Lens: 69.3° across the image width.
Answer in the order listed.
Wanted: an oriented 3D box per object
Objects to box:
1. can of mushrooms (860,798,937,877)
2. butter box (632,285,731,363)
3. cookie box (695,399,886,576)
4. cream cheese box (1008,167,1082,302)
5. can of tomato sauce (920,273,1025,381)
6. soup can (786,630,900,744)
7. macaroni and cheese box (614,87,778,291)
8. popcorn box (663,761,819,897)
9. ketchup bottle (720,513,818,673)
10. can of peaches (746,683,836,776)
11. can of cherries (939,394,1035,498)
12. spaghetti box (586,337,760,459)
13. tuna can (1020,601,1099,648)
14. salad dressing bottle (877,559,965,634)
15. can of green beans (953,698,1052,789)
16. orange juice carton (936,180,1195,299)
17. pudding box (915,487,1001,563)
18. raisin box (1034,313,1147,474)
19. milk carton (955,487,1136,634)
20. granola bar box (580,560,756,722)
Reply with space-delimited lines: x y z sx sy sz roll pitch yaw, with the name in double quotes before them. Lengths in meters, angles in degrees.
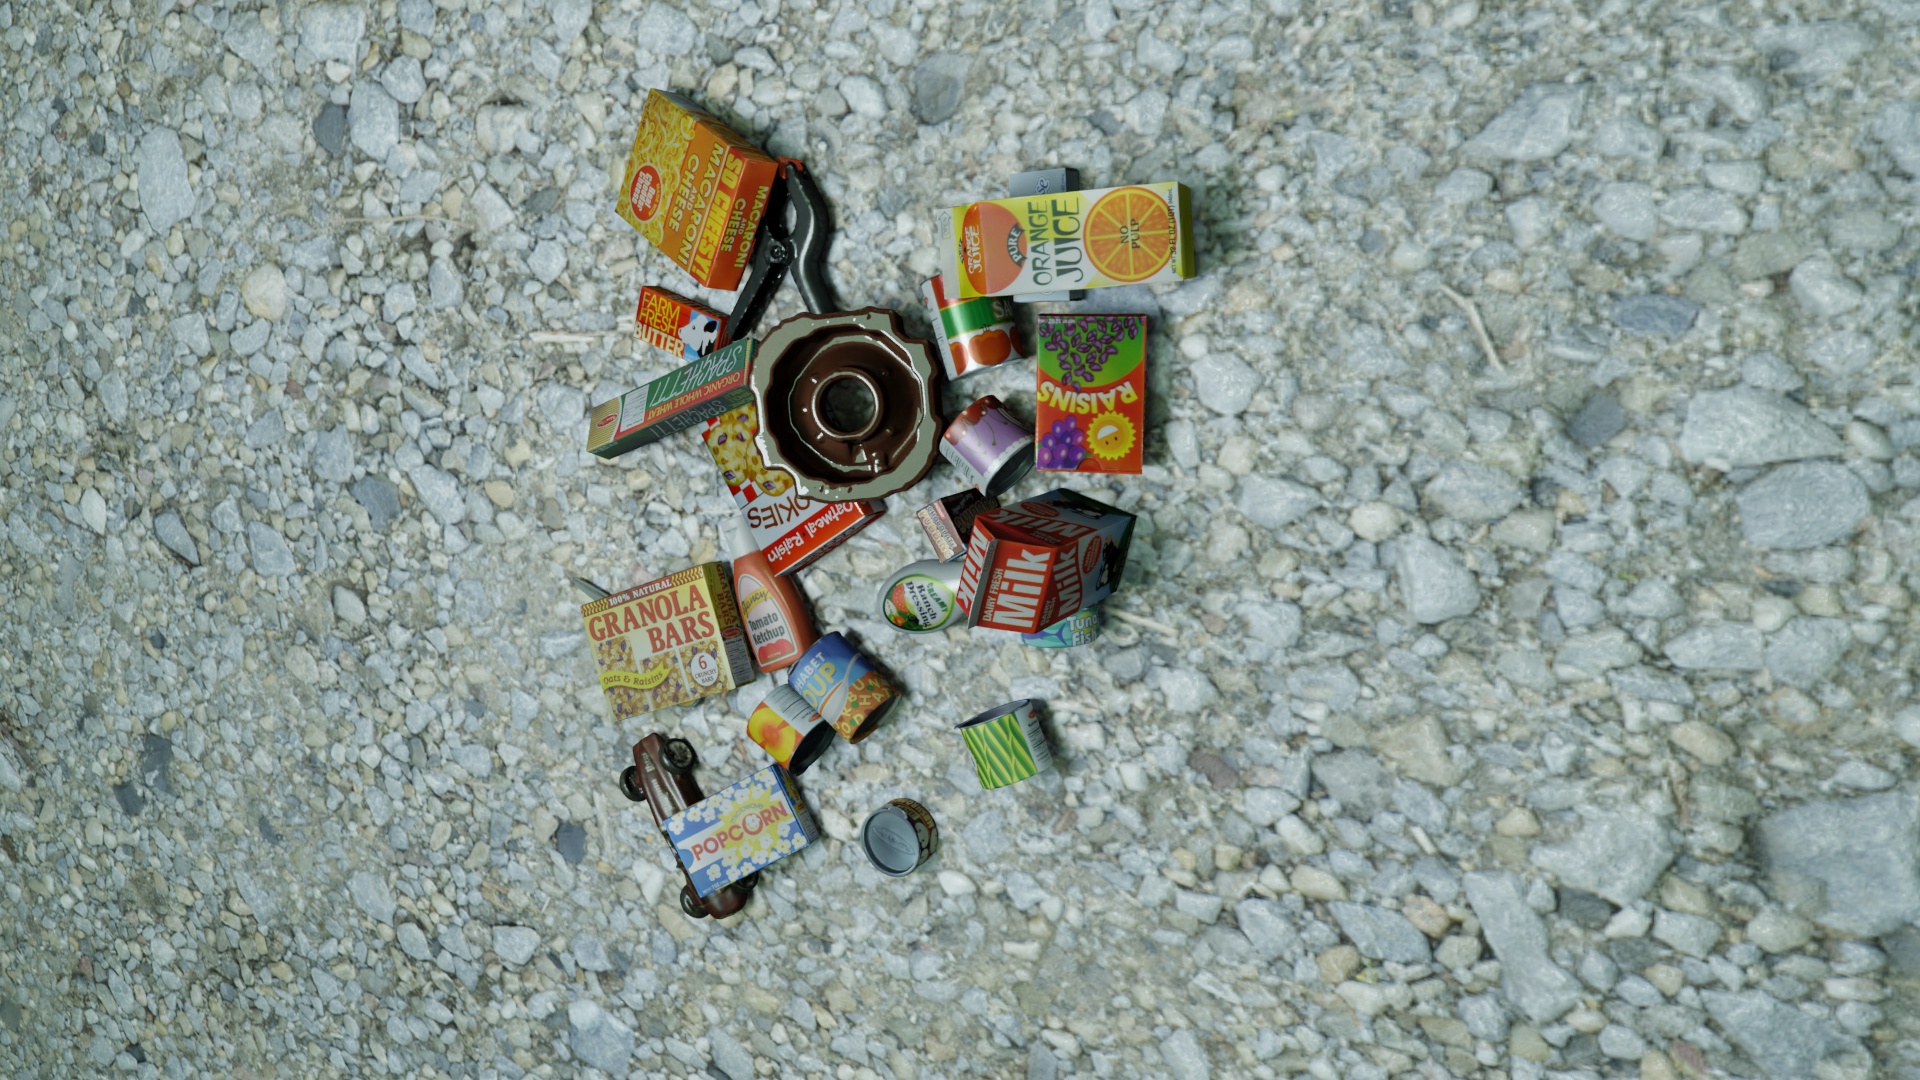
"can of mushrooms" -0.056 0.273 1.286 0.071 0.033 0.071 7 104 30
"butter box" -0.263 -0.202 1.317 0.103 0.024 0.053 26 113 24
"cookie box" -0.156 -0.068 1.272 0.122 0.040 0.167 -33 82 31
"cream cheese box" 0.068 -0.243 1.111 0.053 0.024 0.103 3 102 32
"can of tomato sauce" 0.012 -0.179 1.133 0.071 0.071 0.083 -15 93 32
"soup can" -0.107 0.135 1.266 0.084 0.071 0.071 43 118 16
"macaroni and cheese box" -0.239 -0.316 1.247 0.167 0.040 0.123 41 119 34
"popcorn box" -0.212 0.280 1.353 0.126 0.038 0.085 -28 86 9
"ketchup bottle" -0.184 0.047 1.310 0.064 0.044 0.149 -22 88 33
"can of peaches" -0.160 0.178 1.309 0.058 0.071 0.071 36 116 20
"can of cherries" 0.027 -0.079 1.146 0.058 0.072 0.071 45 119 16
"spaghetti box" -0.268 -0.130 1.301 0.249 0.028 0.050 -15 63 40
"tuna can" 0.083 0.065 1.140 0.071 0.071 0.032 2 103 31
"salad dressing bottle" -0.002 0.040 1.199 0.147 0.044 0.064 -19 100 32
"can of green beans" 0.039 0.174 1.189 0.071 0.071 0.058 -21 90 32
"orange juice carton" 0.077 -0.225 1.052 0.193 0.073 0.071 -2 100 15
"pudding box" 0.004 -0.015 1.160 0.030 0.084 0.049 -30 84 32
"raisin box" 0.102 -0.116 1.090 0.086 0.040 0.123 1 102 4
"milk carton" 0.059 0.016 1.070 0.073 0.191 0.072 22 111 25
"granola bar box" -0.289 0.101 1.368 0.165 0.039 0.124 -17 88 29
